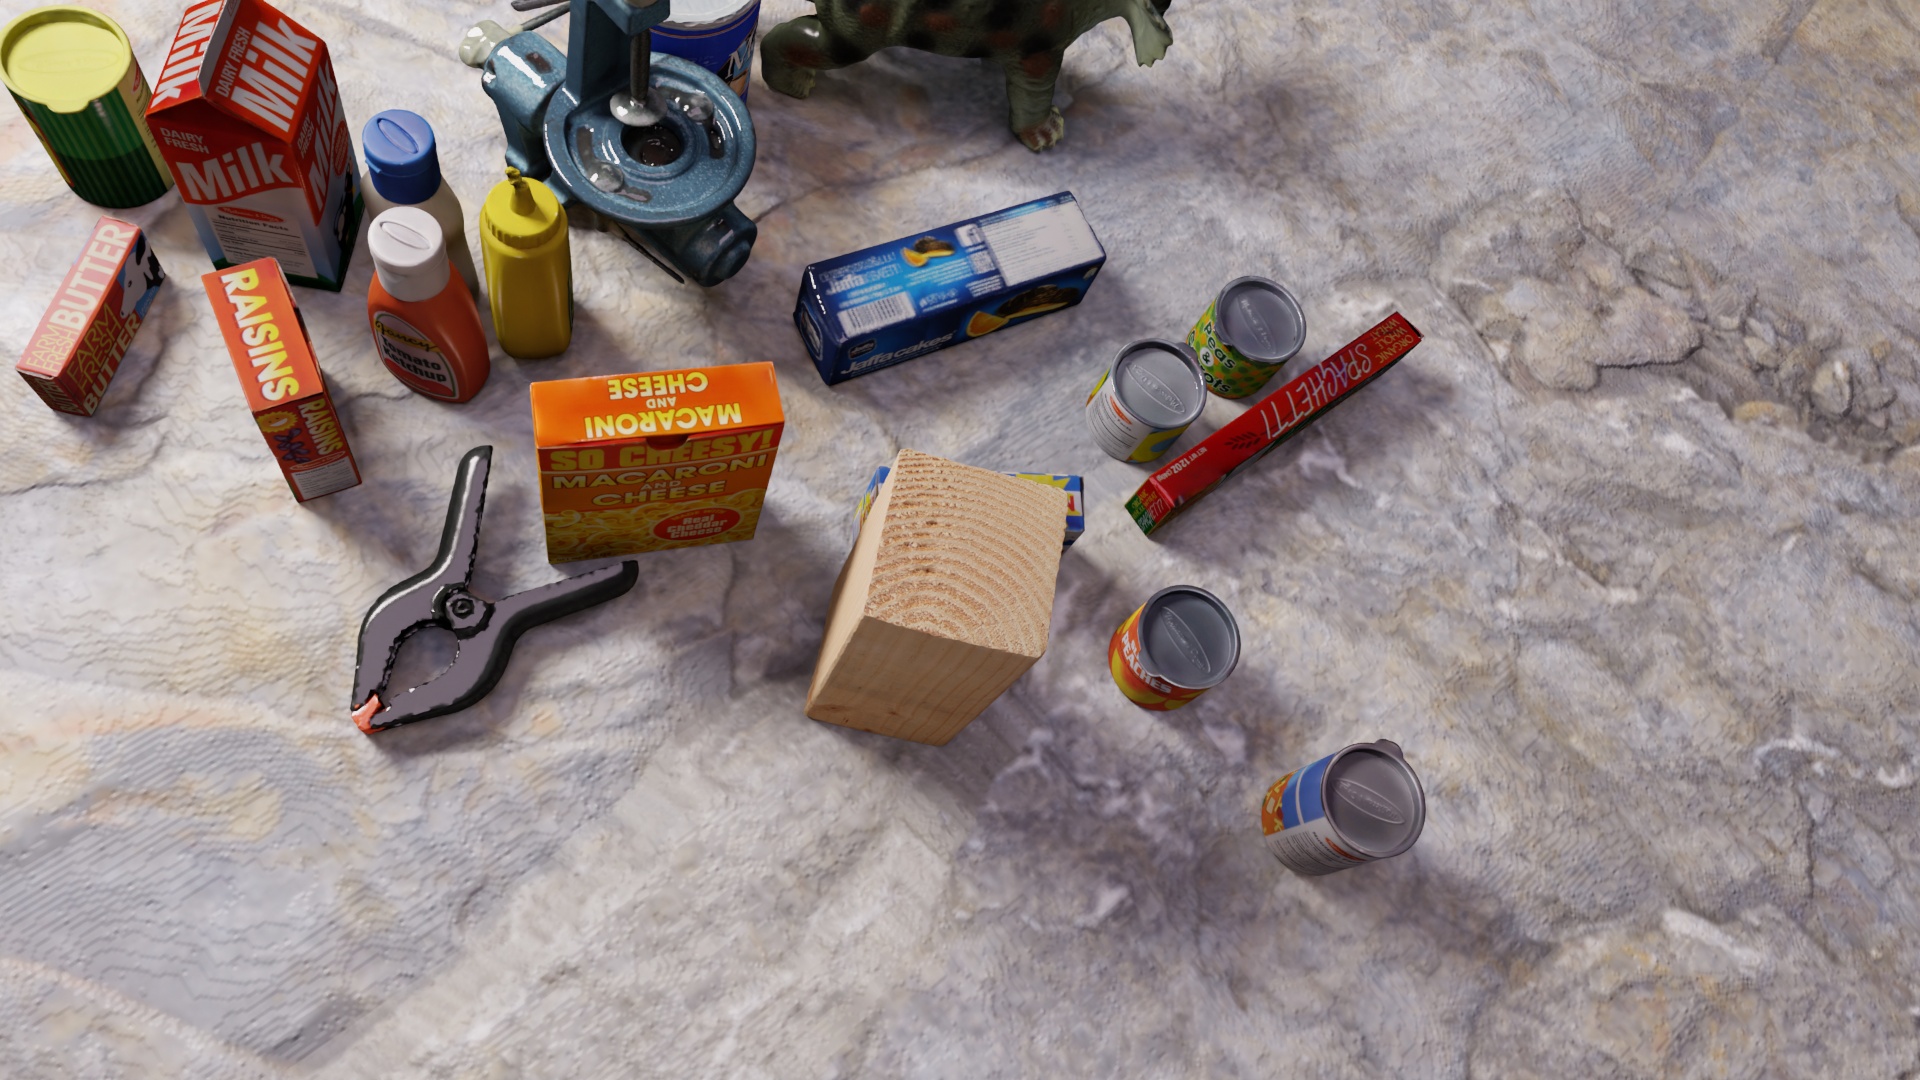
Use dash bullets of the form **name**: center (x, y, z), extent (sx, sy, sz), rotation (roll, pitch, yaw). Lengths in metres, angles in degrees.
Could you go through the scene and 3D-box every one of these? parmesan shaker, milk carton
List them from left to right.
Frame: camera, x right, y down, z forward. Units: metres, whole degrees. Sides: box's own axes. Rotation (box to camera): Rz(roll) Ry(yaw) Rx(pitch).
- **parmesan shaker**: center (-0.495, -0.242, 0.794), extent (0.071, 0.102, 0.071), rotation (5, 68, -13)
- **milk carton**: center (-0.386, -0.220, 0.766), extent (0.073, 0.189, 0.072), rotation (9, 68, -11)

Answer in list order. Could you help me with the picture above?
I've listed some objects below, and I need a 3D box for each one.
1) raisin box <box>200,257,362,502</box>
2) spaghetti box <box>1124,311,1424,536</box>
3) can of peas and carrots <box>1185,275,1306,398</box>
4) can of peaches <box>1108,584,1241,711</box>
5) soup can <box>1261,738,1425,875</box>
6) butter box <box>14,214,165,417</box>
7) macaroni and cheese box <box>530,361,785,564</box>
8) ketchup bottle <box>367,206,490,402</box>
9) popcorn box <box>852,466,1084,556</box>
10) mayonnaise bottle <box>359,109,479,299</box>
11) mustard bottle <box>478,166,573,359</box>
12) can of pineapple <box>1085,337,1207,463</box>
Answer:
- **raisin box**: center (-0.365, -0.084, 0.754), extent (0.040, 0.123, 0.086), rotation (-21, 76, -21)
- **spaghetti box**: center (0.216, -0.082, 0.944), extent (0.251, 0.050, 0.029), rotation (-33, 80, -23)
- **can of peas and carrots**: center (0.193, -0.138, 0.956), extent (0.071, 0.058, 0.071), rotation (5, 68, -13)
- **can of peaches**: center (0.129, 0.068, 0.858), extent (0.071, 0.058, 0.071), rotation (5, 68, -13)
- **soup can**: center (0.229, 0.161, 0.834), extent (0.071, 0.083, 0.071), rotation (5, 68, -13)
- **butter box**: center (-0.485, -0.125, 0.778), extent (0.024, 0.053, 0.104), rotation (17, 66, -8)
- **macaroni and cheese box**: center (-0.168, -0.038, 0.764), extent (0.124, 0.165, 0.040), rotation (-8, 72, -17)
- **ketchup bottle**: center (-0.300, -0.131, 0.776), extent (0.065, 0.148, 0.044), rotation (26, 65, -4)
- **popcorn box**: center (0.003, -0.011, 0.842), extent (0.127, 0.085, 0.038), rotation (2, 69, -14)
- **mayonnaise bottle**: center (-0.311, -0.187, 0.795), extent (0.065, 0.147, 0.041), rotation (41, 65, 3)
- **mustard bottle**: center (-0.248, -0.162, 0.795), extent (0.049, 0.159, 0.065), rotation (-6, 71, -17)
- **can of pineapple**: center (0.123, -0.092, 0.920), extent (0.071, 0.057, 0.071), rotation (5, 68, -13)
